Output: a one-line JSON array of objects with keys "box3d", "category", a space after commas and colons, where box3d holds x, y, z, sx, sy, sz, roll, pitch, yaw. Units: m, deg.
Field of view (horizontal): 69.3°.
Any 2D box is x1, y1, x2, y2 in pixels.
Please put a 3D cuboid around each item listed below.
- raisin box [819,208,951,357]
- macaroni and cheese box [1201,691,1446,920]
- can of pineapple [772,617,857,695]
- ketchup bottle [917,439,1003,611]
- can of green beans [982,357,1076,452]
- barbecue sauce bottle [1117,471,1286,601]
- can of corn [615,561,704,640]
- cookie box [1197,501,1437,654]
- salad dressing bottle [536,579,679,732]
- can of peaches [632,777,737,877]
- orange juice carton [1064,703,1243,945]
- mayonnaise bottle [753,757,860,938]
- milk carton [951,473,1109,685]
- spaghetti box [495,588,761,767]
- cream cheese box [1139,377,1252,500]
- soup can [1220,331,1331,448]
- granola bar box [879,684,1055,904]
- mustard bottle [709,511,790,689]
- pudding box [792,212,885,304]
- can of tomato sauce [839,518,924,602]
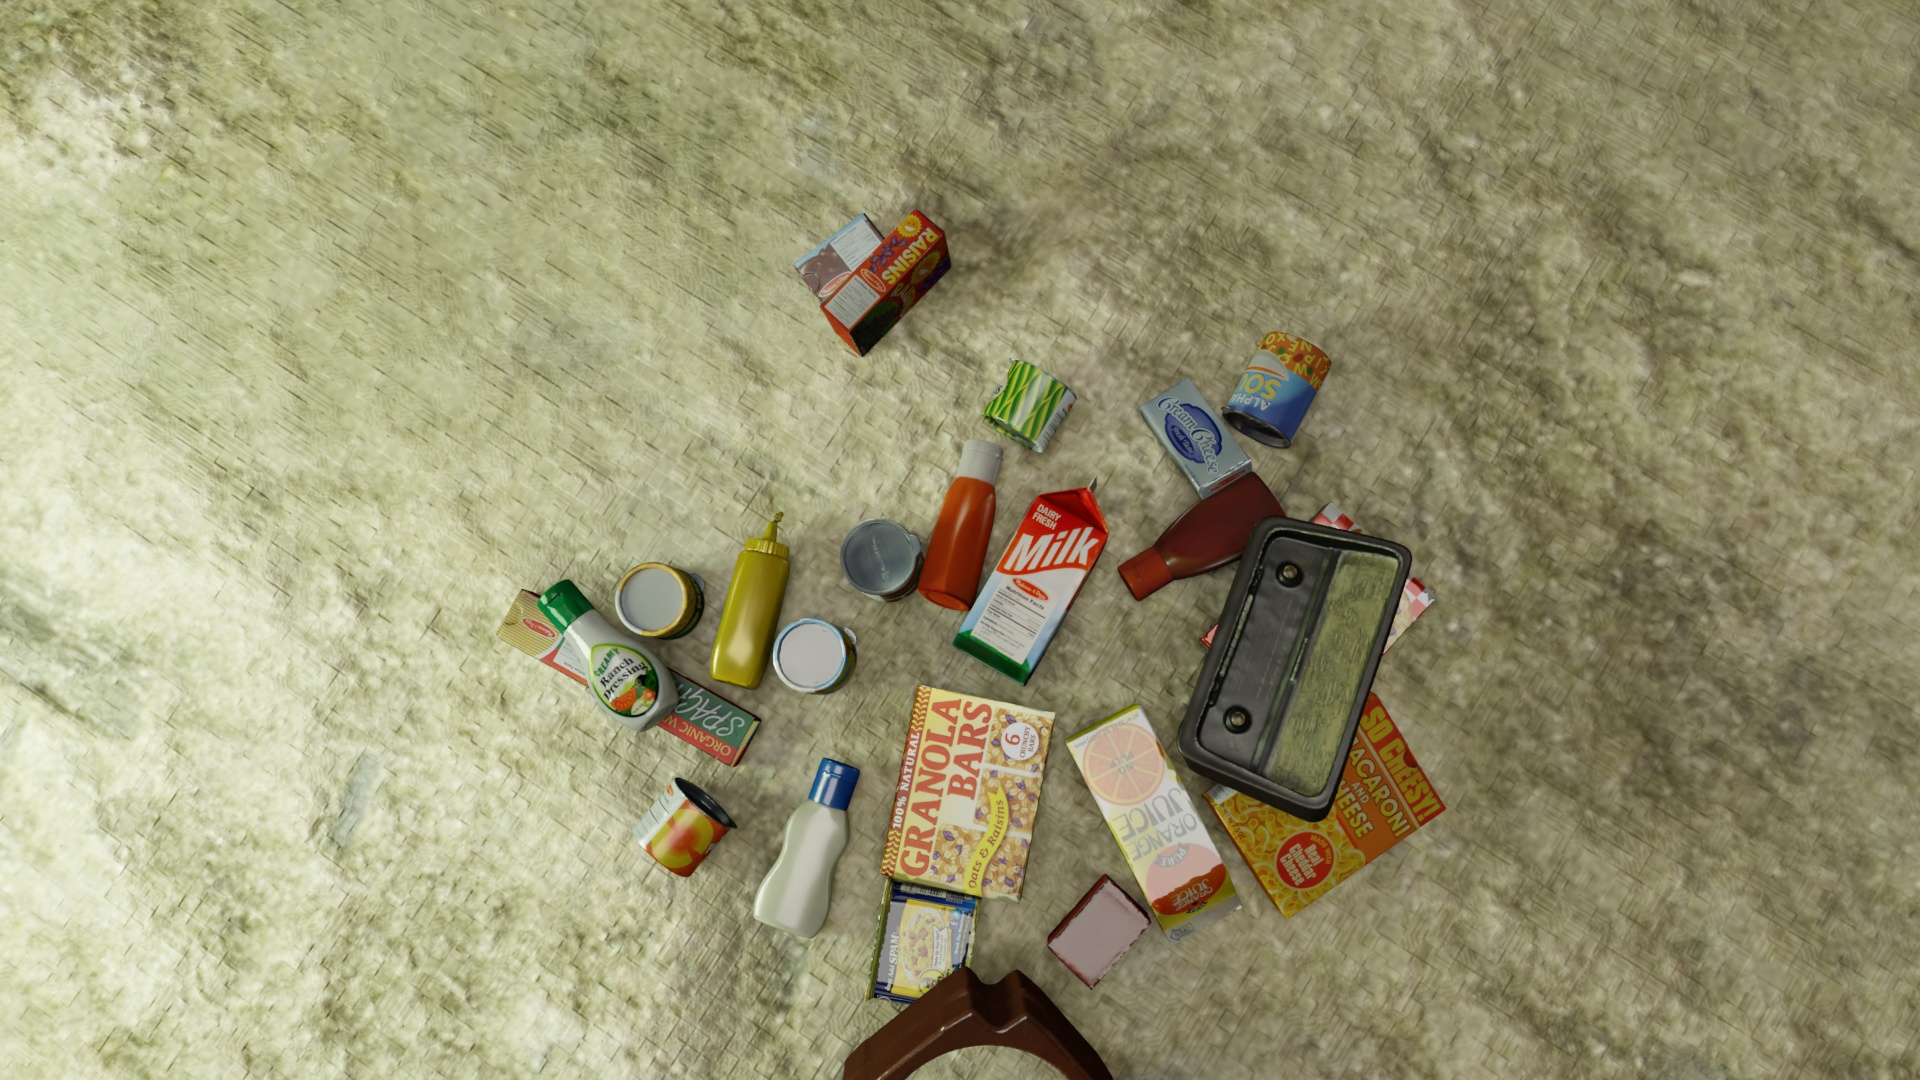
[{"box3d": [-0.065, -0.230, 1.252, 0.040, 0.086, 0.123, 43, 86, 9], "category": "raisin box"}, {"box3d": [0.307, 0.221, 1.170, 0.166, 0.040, 0.123, -34, 103, -2], "category": "macaroni and cheese box"}, {"box3d": [-0.127, 0.101, 1.222, 0.071, 0.058, 0.071, 0, 82, 3], "category": "can of pineapple"}, {"box3d": [0.004, -0.015, 1.231, 0.043, 0.064, 0.149, 6, 72, 28], "category": "ketchup bottle"}, {"box3d": [0.061, -0.119, 1.239, 0.071, 0.071, 0.058, 32, 86, 7], "category": "can of green beans"}, {"box3d": [0.210, 0.001, 1.224, 0.148, 0.043, 0.065, -31, 67, -1], "category": "barbecue sauce bottle"}, {"box3d": [-0.265, 0.053, 1.236, 0.071, 0.058, 0.071, 0, 82, 3], "category": "can of corn"}, {"box3d": [0.309, 0.069, 1.210, 0.123, 0.040, 0.167, 44, 87, 8], "category": "cookie box"}, {"box3d": [-0.309, 0.099, 1.209, 0.064, 0.044, 0.148, -43, 81, -3], "category": "salad dressing bottle"}, {"box3d": [-0.239, 0.250, 1.204, 0.071, 0.071, 0.058, 40, 86, 8], "category": "can of peaches"}, {"box3d": [0.164, 0.240, 1.178, 0.072, 0.073, 0.193, -27, 82, -1], "category": "orange juice carton"}, {"box3d": [-0.128, 0.265, 1.208, 0.065, 0.041, 0.148, 19, 82, 4], "category": "mayonnaise bottle"}, {"box3d": [0.072, 0.028, 1.214, 0.073, 0.072, 0.190, 30, 86, 7], "category": "milk carton"}, {"box3d": [-0.296, 0.123, 1.243, 0.250, 0.028, 0.050, 28, 84, 7], "category": "spaghetti box"}, {"box3d": [0.208, -0.091, 1.232, 0.053, 0.024, 0.104, -31, 63, -1], "category": "cream cheese box"}, {"box3d": [0.278, -0.134, 1.227, 0.071, 0.071, 0.084, 28, 84, 7], "category": "soup can"}, {"box3d": [0.007, 0.218, 1.207, 0.124, 0.039, 0.165, 11, 83, 4], "category": "granola bar box"}, {"box3d": [-0.182, 0.050, 1.232, 0.049, 0.065, 0.160, 12, 77, 0], "category": "mustard bottle"}, {"box3d": [-0.107, -0.258, 1.286, 0.084, 0.030, 0.050, -37, 83, -2], "category": "pudding box"}, {"box3d": [-0.066, 0.018, 1.217, 0.071, 0.083, 0.071, 0, 82, 3], "category": "can of tomato sauce"}]
